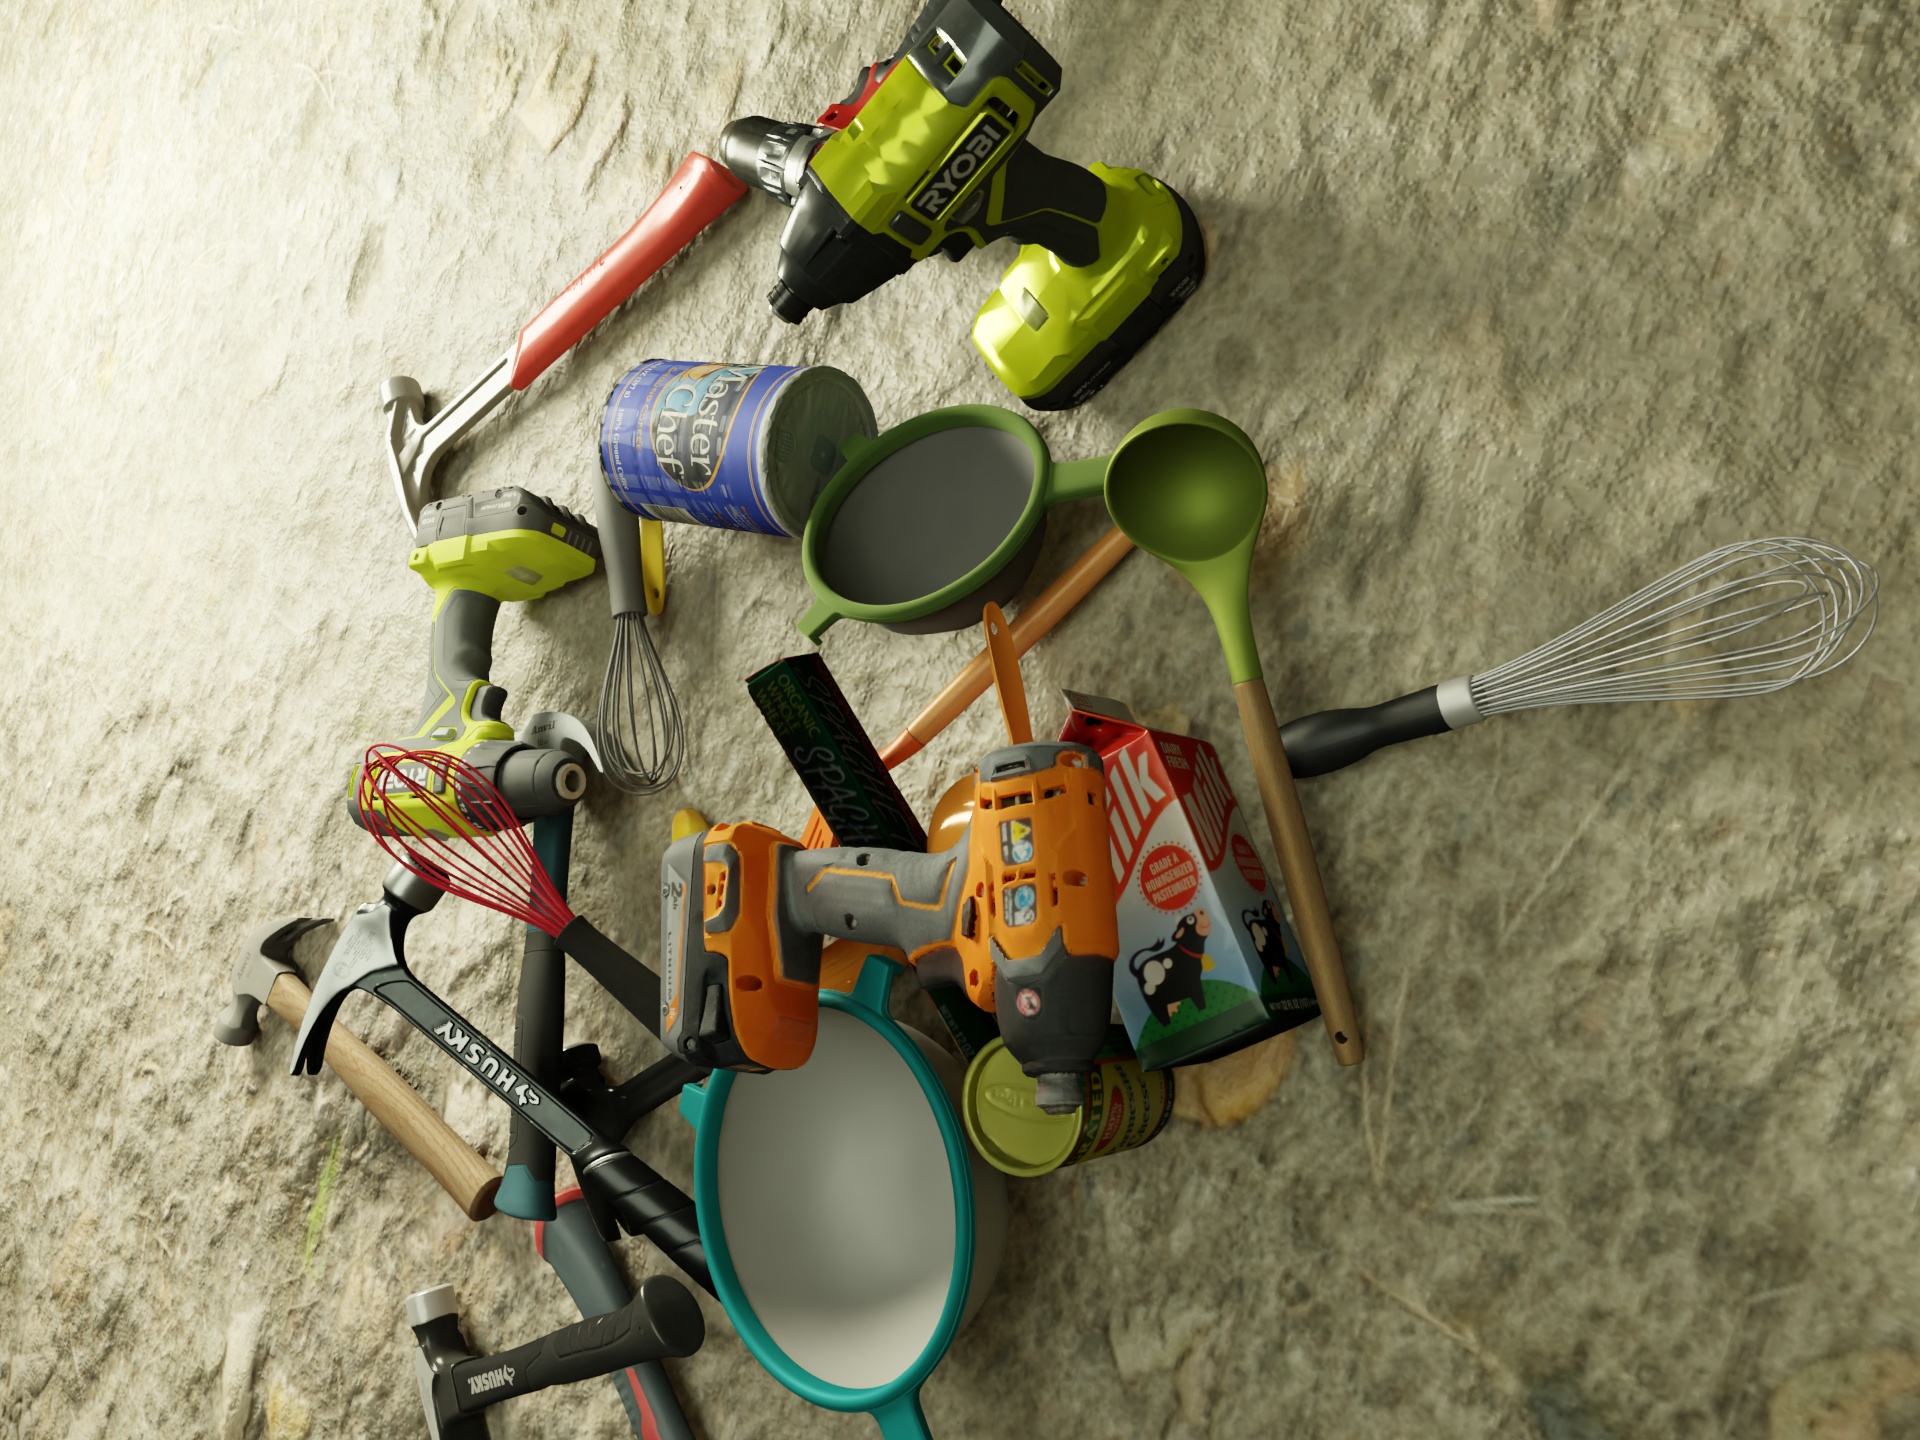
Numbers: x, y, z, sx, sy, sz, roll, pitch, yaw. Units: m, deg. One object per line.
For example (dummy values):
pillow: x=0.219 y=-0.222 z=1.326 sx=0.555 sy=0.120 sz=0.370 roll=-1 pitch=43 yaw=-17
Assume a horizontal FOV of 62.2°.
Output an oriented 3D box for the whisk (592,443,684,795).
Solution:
whisk: x=-0.218 y=-0.069 z=1.032 sx=0.055 sy=0.055 sz=0.239 roll=-15 pitch=78 yaw=31

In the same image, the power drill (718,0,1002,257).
power drill: x=-0.049 y=-0.406 z=0.962 sx=0.188 sy=0.080 sz=0.226 roll=30 pitch=103 yaw=33

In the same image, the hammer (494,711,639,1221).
hammer: x=-0.270 y=0.151 z=1.027 sx=0.128 sy=0.033 sz=0.331 roll=-14 pitch=66 yaw=31

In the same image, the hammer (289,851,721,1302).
hammer: x=-0.227 y=0.254 z=0.941 sx=0.409 sy=0.036 sz=0.149 roll=35 pitch=87 yaw=15

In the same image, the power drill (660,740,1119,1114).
power drill: x=-0.032 y=0.110 z=0.752 sx=0.226 sy=0.084 sz=0.164 roll=-14 pitch=68 yaw=26

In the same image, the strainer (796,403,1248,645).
strainer: x=0.039 y=-0.107 z=0.865 sx=0.256 sy=0.069 sz=0.152 roll=-8 pitch=52 yaw=24

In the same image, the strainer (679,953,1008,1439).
strainer: x=-0.020 y=0.302 z=0.826 sx=0.211 sy=0.095 sz=0.341 roll=-39 pitch=63 yaw=34

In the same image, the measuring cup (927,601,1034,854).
measuring cup: x=0.015 y=0.027 z=0.840 sx=0.052 sy=0.095 sz=0.173 roll=-14 pitch=86 yaw=40

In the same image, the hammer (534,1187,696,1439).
hammer: x=-0.150 y=0.442 z=0.933 sx=0.143 sy=0.038 sz=0.387 roll=-43 pitch=62 yaw=20

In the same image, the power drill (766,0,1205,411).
power drill: x=0.015 y=-0.243 z=0.803 sx=0.171 sy=0.223 sz=0.080 roll=-45 pitch=62 yaw=21

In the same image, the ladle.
ladle: x=0.139 y=0.008 z=0.752 sx=0.078 sy=0.062 sz=0.320 roll=-17 pitch=85 yaw=27

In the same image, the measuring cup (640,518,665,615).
measuring cup: x=-0.195 y=-0.148 z=1.057 sx=0.062 sy=0.029 sz=0.156 roll=6 pitch=99 yaw=41

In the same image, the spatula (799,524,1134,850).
spatula: x=-0.001 y=-0.003 z=0.893 sx=0.322 sy=0.041 sz=0.081 roll=-44 pitch=27 yaw=13

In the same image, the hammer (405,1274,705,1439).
hammer: x=-0.247 y=0.391 z=0.955 sx=0.334 sy=0.035 sz=0.146 roll=-34 pitch=68 yaw=43

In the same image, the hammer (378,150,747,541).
hammer: x=-0.284 y=-0.267 z=1.121 sx=0.359 sy=0.036 sz=0.149 roll=-32 pitch=67 yaw=27

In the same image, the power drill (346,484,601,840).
power drill: x=-0.309 y=-0.033 z=1.055 sx=0.190 sy=0.080 sz=0.229 roll=-5 pitch=70 yaw=34

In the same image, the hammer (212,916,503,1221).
hammer: x=-0.434 y=0.251 z=1.153 sx=0.331 sy=0.031 sz=0.130 roll=29 pitch=100 yaw=33

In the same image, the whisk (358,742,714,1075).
whisk: x=-0.247 y=0.112 z=0.945 sx=0.296 sy=0.073 sz=0.073 roll=38 pitch=106 yaw=8

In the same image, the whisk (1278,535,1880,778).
whisk: x=0.257 y=-0.017 z=0.715 sx=0.284 sy=0.070 sz=0.070 roll=-20 pitch=73 yaw=35

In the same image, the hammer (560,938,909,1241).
hammer: x=-0.119 y=0.188 z=0.948 sx=0.337 sy=0.034 sz=0.127 roll=-36 pitch=65 yaw=25
